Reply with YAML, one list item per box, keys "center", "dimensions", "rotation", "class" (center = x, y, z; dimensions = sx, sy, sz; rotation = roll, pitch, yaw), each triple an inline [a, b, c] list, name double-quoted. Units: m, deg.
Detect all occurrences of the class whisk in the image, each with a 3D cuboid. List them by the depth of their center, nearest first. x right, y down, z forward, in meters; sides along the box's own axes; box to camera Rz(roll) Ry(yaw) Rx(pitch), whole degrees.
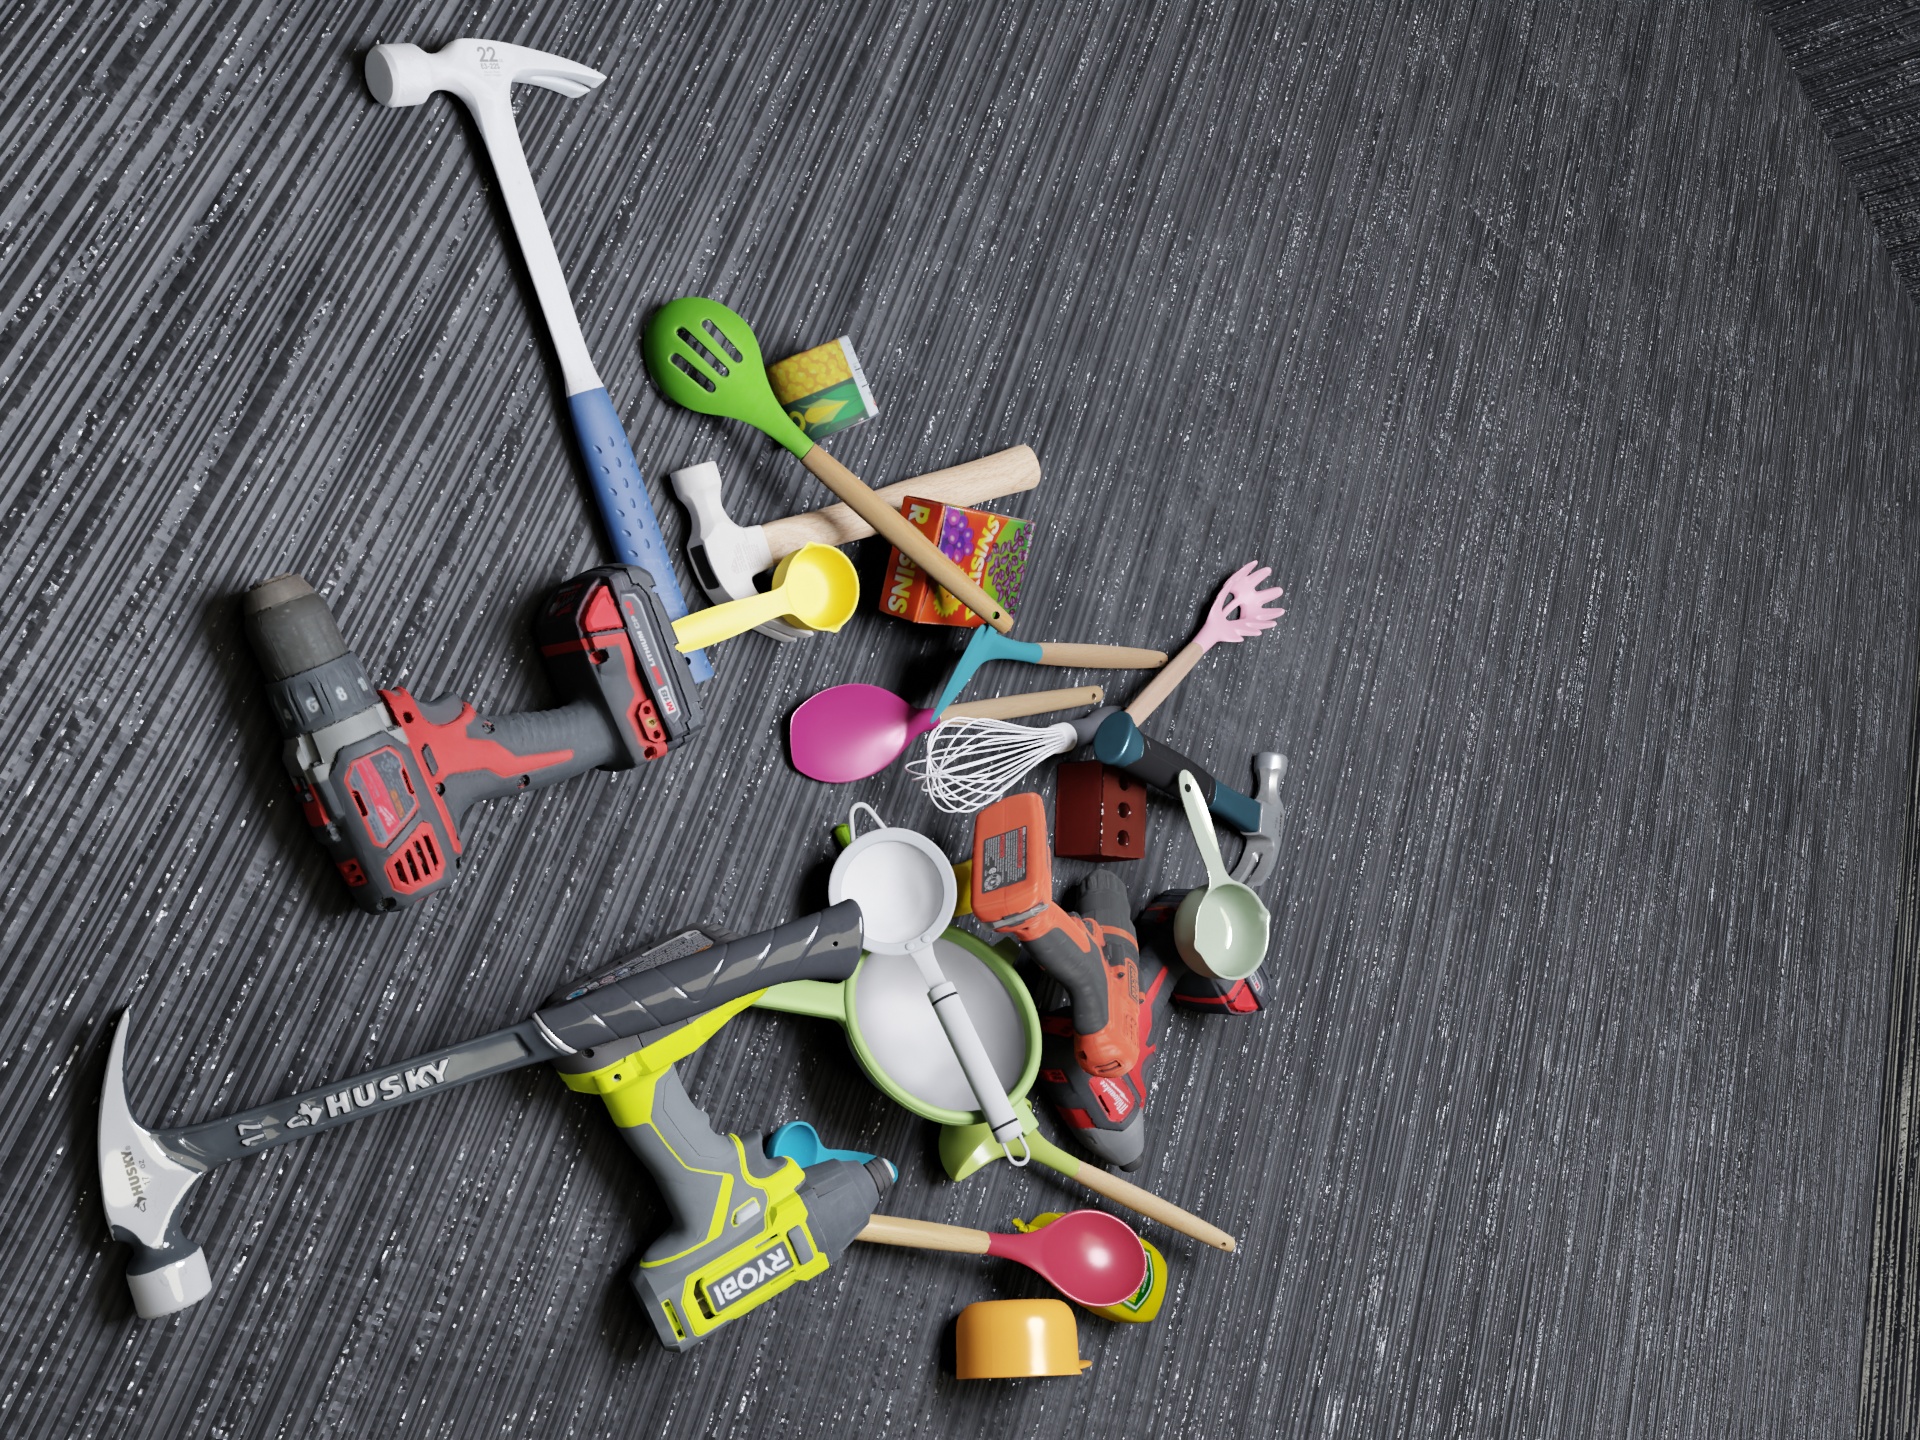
- center: [0.059, 0.018, 1.205]
  dimensions: [0.284, 0.070, 0.070]
  rotation: [-13, 94, -53]
  class: "whisk"

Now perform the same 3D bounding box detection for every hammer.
- center: [-0.239, 0.169, 0.852]
  dimensions: [0.409, 0.036, 0.149]
  rotation: [-16, 93, -24]
  class: "hammer"
- center: [-0.230, -0.215, 0.985]
  dimensions: [0.144, 0.035, 0.405]
  rotation: [-26, 103, -42]
  class: "hammer"
- center: [-0.057, -0.148, 1.144]
  dimensions: [0.331, 0.031, 0.130]
  rotation: [-24, 101, -42]
  class: "hammer"
- center: [0.196, 0.054, 1.306]
  dimensions: [0.330, 0.033, 0.128]
  rotation: [26, 67, -54]
  class: "hammer"

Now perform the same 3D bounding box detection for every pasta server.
- center: [0.193, -0.050, 1.337]
  dimensions: [0.060, 0.040, 0.316]
  rotation: [59, 42, -10]
  class: "pasta server"

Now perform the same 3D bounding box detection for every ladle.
- center: [-0.005, 0.360, 1.101]
  dimensions: [0.315, 0.031, 0.069]
  rotation: [17, 51, -28]
  class: "ladle"
- center: [0.108, 0.355, 1.202]
  dimensions: [0.319, 0.062, 0.078]
  rotation: [34, 101, -30]
  class: "ladle"

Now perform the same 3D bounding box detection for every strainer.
- center: [-0.017, 0.175, 1.054]
  dimensions: [0.087, 0.050, 0.259]
  rotation: [-22, 73, -15]
  class: "strainer"
- center: [-0.071, 0.205, 1.073]
  dimensions: [0.256, 0.069, 0.152]
  rotation: [14, 49, -23]
  class: "strainer"

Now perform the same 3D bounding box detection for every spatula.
- center: [0.080, -0.044, 1.235]
  dimensions: [0.317, 0.044, 0.082]
  rotation: [-1, 125, -51]
  class: "spatula"

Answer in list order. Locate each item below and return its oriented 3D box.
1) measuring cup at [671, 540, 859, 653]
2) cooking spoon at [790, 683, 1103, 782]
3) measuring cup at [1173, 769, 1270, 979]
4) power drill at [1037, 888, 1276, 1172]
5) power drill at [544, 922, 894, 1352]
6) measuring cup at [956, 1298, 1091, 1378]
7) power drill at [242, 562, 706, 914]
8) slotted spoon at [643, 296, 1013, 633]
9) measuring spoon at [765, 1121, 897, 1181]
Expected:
- center: [-0.136, -0.071, 1.026]
  dimensions: [0.156, 0.029, 0.062]
  rotation: [-23, 102, -33]
  class: "measuring cup"
- center: [-0.002, -0.004, 1.188]
  dimensions: [0.318, 0.017, 0.068]
  rotation: [-9, 100, -43]
  class: "cooking spoon"
- center: [0.188, 0.121, 1.242]
  dimensions: [0.083, 0.038, 0.167]
  rotation: [-16, 90, -34]
  class: "measuring cup"
- center: [0.153, 0.246, 1.269]
  dimensions: [0.220, 0.078, 0.143]
  rotation: [-41, 111, -35]
  class: "power drill"
- center: [-0.145, 0.244, 0.965]
  dimensions: [0.171, 0.080, 0.223]
  rotation: [-26, 105, -22]
  class: "power drill"
- center: [0.058, 0.451, 1.164]
  dimensions: [0.173, 0.095, 0.052]
  rotation: [34, 48, -58]
  class: "measuring cup"
- center: [-0.275, -0.019, 0.897]
  dimensions: [0.226, 0.080, 0.188]
  rotation: [-30, 105, -38]
  class: "power drill"
- center: [-0.081, -0.163, 1.060]
  dimensions: [0.313, 0.031, 0.070]
  rotation: [41, 89, -14]
  class: "slotted spoon"
- center: [-0.089, 0.299, 1.078]
  dimensions: [0.128, 0.021, 0.042]
  rotation: [31, 65, -47]
  class: "measuring spoon"
